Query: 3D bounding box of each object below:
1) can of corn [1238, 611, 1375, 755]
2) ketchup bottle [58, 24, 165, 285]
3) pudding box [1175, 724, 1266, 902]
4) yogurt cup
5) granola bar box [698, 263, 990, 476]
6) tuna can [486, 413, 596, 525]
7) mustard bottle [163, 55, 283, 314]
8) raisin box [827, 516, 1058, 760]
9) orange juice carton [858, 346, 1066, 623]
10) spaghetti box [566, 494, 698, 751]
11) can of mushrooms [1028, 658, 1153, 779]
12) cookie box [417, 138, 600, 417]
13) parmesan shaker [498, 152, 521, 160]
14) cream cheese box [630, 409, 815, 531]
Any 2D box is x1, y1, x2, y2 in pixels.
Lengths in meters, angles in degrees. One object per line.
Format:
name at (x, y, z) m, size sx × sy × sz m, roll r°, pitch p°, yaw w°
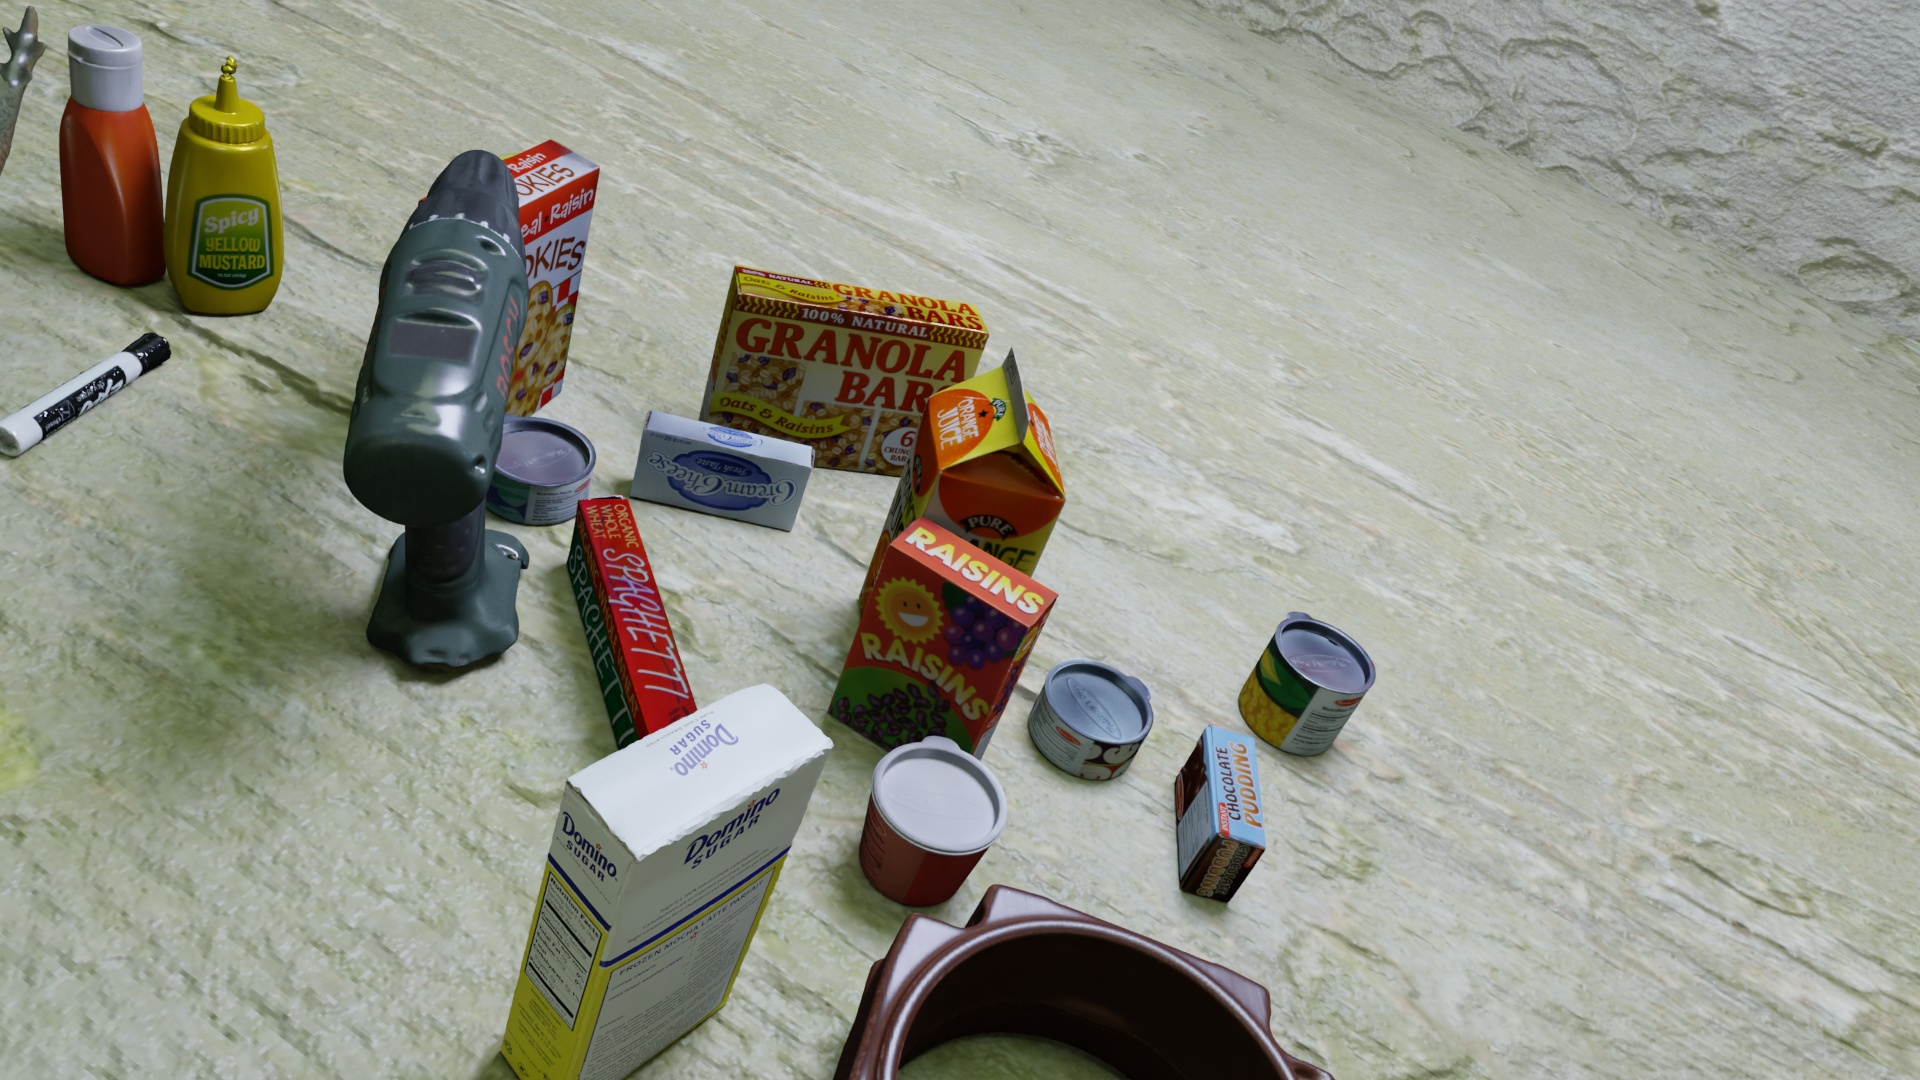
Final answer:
can of corn at (0.213, 0.089, 0.865) m, size 0.071 × 0.058 × 0.071 m, roll 14°, pitch 36°, yaw -10°
ketchup bottle at (-0.510, -0.231, 0.833) m, size 0.065 × 0.148 × 0.044 m, roll 32°, pitch 36°, yaw 14°
pudding box at (0.140, 0.147, 0.757) m, size 0.030 × 0.049 × 0.084 m, roll 17°, pitch 35°, yaw -6°
yogurt cup at (-0.017, 0.141, 0.680) m, size 0.072 × 0.053 × 0.073 m, roll 14°, pitch 36°, yaw -10°
granola bar box at (-0.079, -0.107, 0.915) m, size 0.166 × 0.123 × 0.039 m, roll 6°, pitch 38°, yaw -21°
tuna can at (-0.252, -0.042, 0.818) m, size 0.071 × 0.032 × 0.071 m, roll 14°, pitch 36°, yaw -10°
mustard bottle at (-0.443, -0.213, 0.835) m, size 0.065 × 0.159 × 0.049 m, roll -10°, pitch 46°, yaw -37°
raisin box at (-0.011, 0.060, 0.730) m, size 0.086 × 0.122 × 0.040 m, roll 31°, pitch 36°, yaw 13°
orange juice carton at (0.003, -0.010, 0.770) m, size 0.073 × 0.191 × 0.072 m, roll 11°, pitch 36°, yaw -14°
spaghetti box at (-0.159, 0.073, 0.700) m, size 0.029 × 0.050 × 0.251 m, roll -1°, pitch 41°, yaw -29°
can of mushrooms at (0.076, 0.102, 0.798) m, size 0.071 × 0.033 × 0.071 m, roll 14°, pitch 36°, yaw -10°
cookie box at (-0.273, -0.138, 0.818) m, size 0.040 × 0.166 × 0.123 m, roll 25°, pitch 35°, yaw 5°
parmesan shaker at (-0.292, -0.203, 0.949) m, size 0.071 × 0.102 × 0.072 m, roll 14°, pitch 36°, yaw -10°
cream cheese box at (-0.146, -0.042, 0.855) m, size 0.104 × 0.053 × 0.024 m, roll 12°, pitch 36°, yaw -13°
